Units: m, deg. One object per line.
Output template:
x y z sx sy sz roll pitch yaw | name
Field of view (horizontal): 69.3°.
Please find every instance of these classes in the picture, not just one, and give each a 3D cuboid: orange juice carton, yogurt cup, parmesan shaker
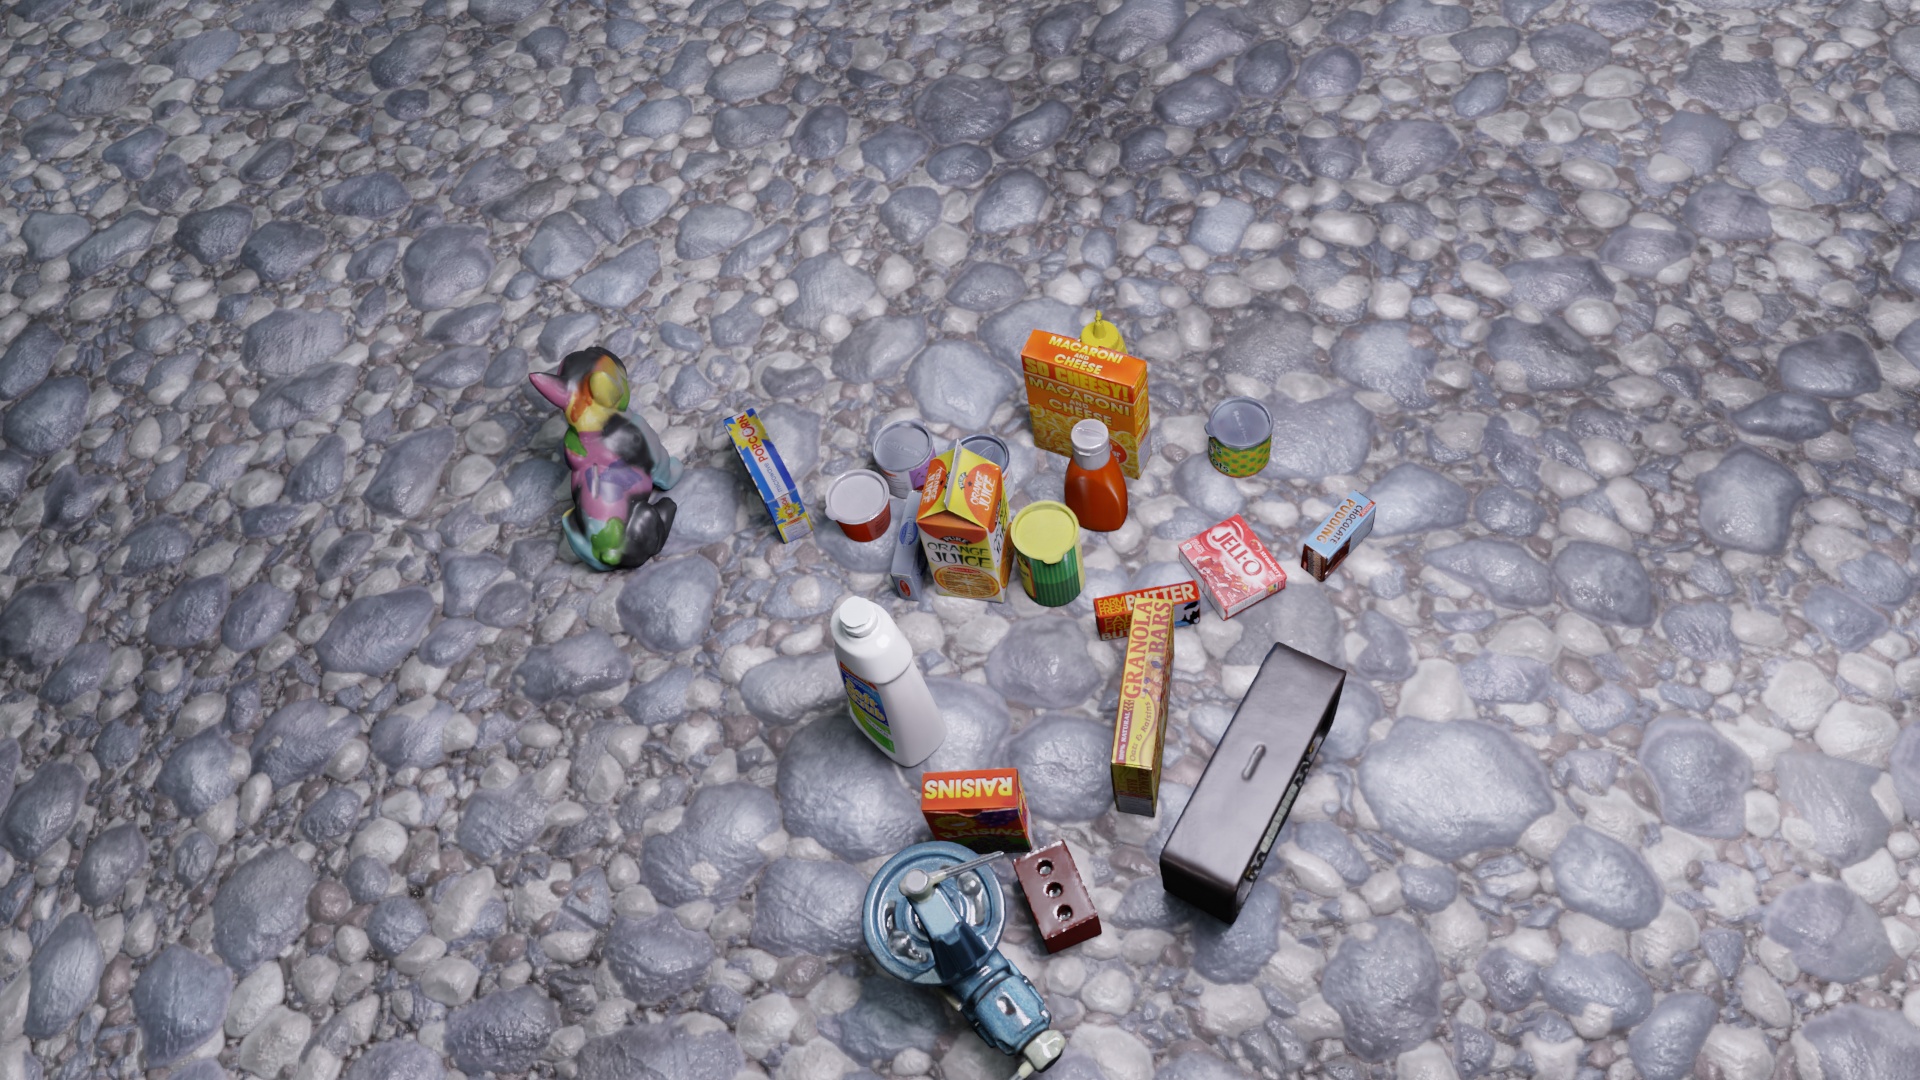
0.005 -0.017 1.364 0.073 0.191 0.072 6 60 13 | orange juice carton
-0.105 -0.034 1.473 0.072 0.053 0.073 -4 59 7 | yogurt cup
0.089 0.017 1.382 0.071 0.102 0.071 -4 59 7 | parmesan shaker

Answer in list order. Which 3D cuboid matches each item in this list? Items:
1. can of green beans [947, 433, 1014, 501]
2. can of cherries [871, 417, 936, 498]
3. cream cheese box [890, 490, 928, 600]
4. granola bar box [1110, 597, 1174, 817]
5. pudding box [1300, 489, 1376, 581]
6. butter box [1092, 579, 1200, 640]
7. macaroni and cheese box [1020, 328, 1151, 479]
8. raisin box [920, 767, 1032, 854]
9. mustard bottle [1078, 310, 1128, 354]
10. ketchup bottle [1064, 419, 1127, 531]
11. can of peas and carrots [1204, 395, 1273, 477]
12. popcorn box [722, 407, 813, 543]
0.022 -0.071 1.473 0.071 0.057 0.071 -4 59 7 | can of green beans
-0.056 -0.089 1.496 0.071 0.058 0.072 -4 59 7 | can of cherries
-0.048 0.005 1.440 0.024 0.053 0.104 4 60 12 | cream cheese box
0.168 0.153 1.275 0.039 0.123 0.166 5 60 12 | granola bar box
0.376 -0.005 1.382 0.030 0.049 0.084 38 71 26 | pudding box
0.184 0.069 1.365 0.103 0.053 0.024 -10 58 3 | butter box
0.132 -0.140 1.434 0.124 0.165 0.040 19 64 19 | macaroni and cheese box
0.016 0.244 1.243 0.086 0.123 0.040 -3 59 7 | raisin box
0.148 -0.185 1.463 0.065 0.159 0.049 -28 59 -8 | mustard bottle
0.134 -0.065 1.398 0.065 0.148 0.044 13 62 16 | ketchup bottle
0.290 -0.107 1.453 0.071 0.058 0.071 -4 59 7 | can of peas and carrots
-0.206 -0.070 1.492 0.038 0.085 0.127 -27 59 -7 | popcorn box
